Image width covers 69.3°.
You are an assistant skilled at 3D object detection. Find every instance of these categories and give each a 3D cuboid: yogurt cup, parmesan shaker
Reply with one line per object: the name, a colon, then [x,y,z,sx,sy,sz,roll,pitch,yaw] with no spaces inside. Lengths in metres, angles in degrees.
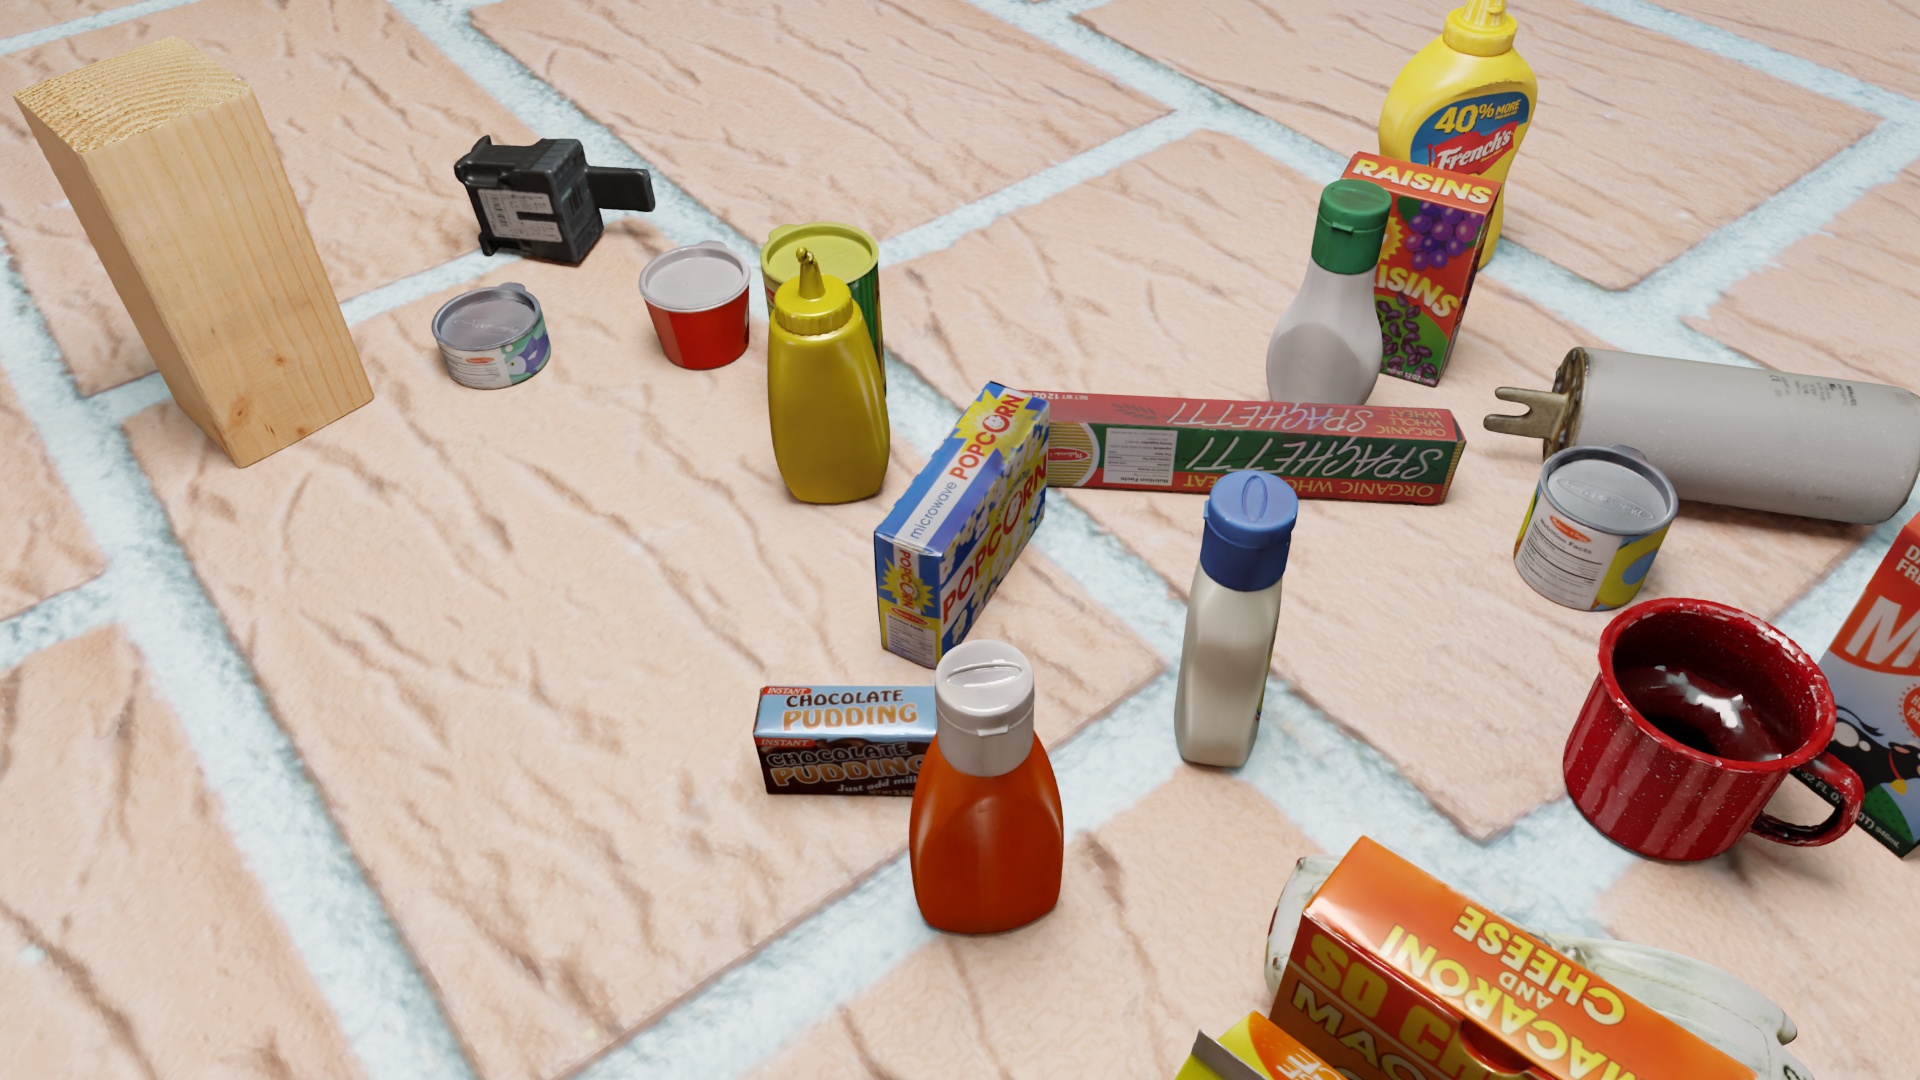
yogurt cup: [-0.162,-0.143,0.864,0.072,0.053,0.073,-1,45,1]
parmesan shaker: [-0.079,-0.125,0.810,0.071,0.102,0.072,-1,45,1]

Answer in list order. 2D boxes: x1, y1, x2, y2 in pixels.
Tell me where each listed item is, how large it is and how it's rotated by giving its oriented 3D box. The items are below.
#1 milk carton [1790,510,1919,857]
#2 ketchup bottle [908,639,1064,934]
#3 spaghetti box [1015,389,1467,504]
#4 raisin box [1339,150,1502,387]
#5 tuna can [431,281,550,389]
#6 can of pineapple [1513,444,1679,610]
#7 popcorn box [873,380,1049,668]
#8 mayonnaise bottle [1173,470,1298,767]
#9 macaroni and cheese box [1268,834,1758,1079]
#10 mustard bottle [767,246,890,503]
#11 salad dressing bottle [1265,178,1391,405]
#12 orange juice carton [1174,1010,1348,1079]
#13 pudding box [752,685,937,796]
milk carton: [0.421,0.039,0.576,0.074,0.189,0.072,-24,50,-21]
ketchup bottle: [0.010,0.101,0.551,0.065,0.148,0.044,-7,46,-6]
spaghetti box: [0.146,-0.051,0.769,0.250,0.049,0.029,3,45,4]
raisin box: [0.260,-0.160,0.824,0.086,0.122,0.040,20,49,20]
tuna can: [-0.290,-0.128,0.866,0.071,0.032,0.071,-1,45,1]
can of pineapple: [0.327,-0.007,0.716,0.071,0.057,0.071,-1,45,1]
popcorn box: [0.003,-0.009,0.705,0.038,0.084,0.127,19,49,19]
mayonnaise bottle: [0.121,0.035,0.615,0.041,0.147,0.065,8,46,9]
macaroni and cheese box: [0.160,0.186,0.451,0.124,0.165,0.040,30,53,27]
mustard bottle: [-0.072,-0.090,0.735,0.065,0.159,0.049,-5,45,-4]
salad dressing bottle: [0.209,-0.129,0.776,0.064,0.146,0.044,22,50,21]
orange juice carton: [0.089,0.209,0.411,0.072,0.191,0.073,33,54,29]
pudding box: [-0.049,0.091,0.632,0.084,0.049,0.030,1,45,2]
